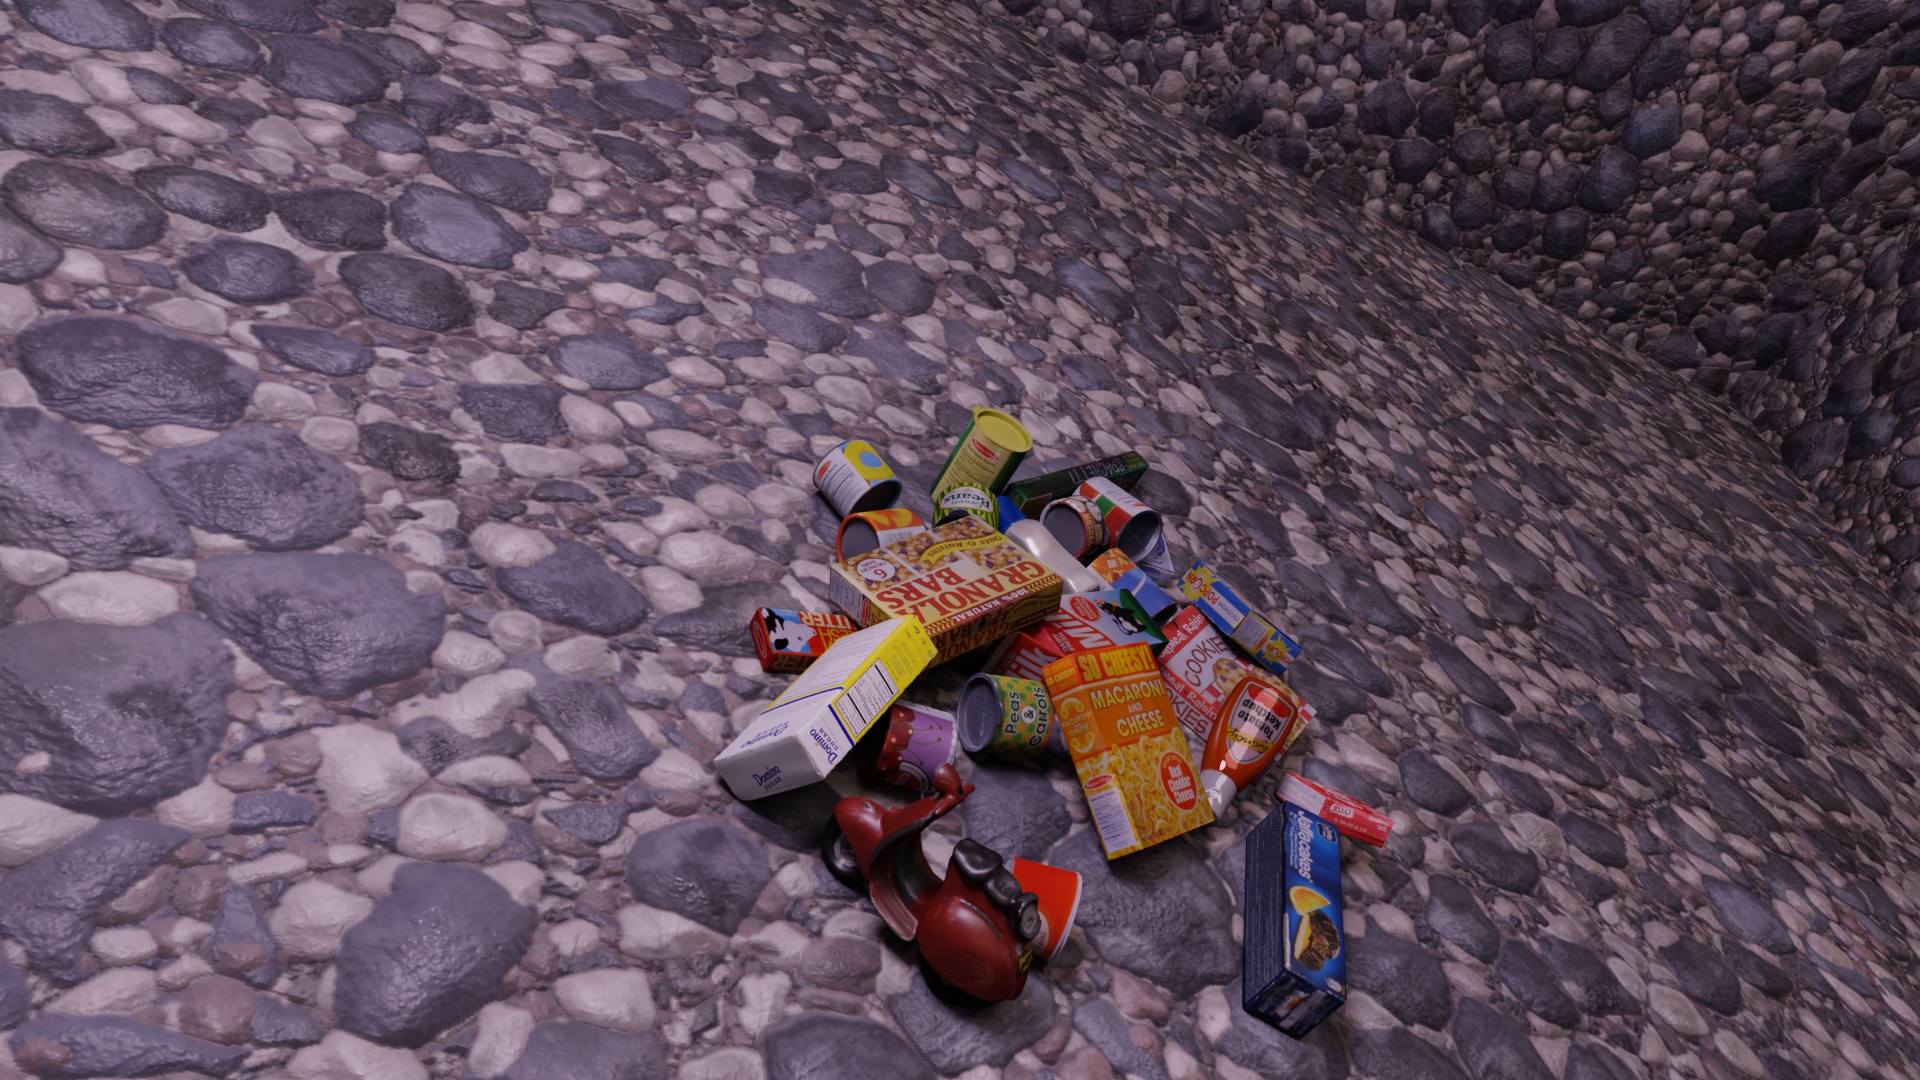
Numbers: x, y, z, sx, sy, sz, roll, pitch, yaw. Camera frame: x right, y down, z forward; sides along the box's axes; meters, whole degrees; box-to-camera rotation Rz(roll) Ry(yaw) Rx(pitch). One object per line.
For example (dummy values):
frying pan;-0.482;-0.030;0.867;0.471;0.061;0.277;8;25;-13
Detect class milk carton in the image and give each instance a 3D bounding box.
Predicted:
milk carton;0.095;0.099;1.274;0.191;0.072;0.073;-4;47;-42

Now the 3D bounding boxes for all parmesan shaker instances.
parmesan shaker;0.018;-0.077;1.414;0.071;0.102;0.072;22;34;-16

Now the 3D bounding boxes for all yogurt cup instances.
yogurt cup;0.053;0.269;1.025;0.054;0.072;0.073;22;33;-2

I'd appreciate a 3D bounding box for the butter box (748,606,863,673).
butter box;-0.120;0.086;1.157;0.103;0.024;0.053;8;39;-32

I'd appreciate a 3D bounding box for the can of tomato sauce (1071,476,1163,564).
can of tomato sauce;0.162;-0.020;1.477;0.071;0.071;0.083;0;28;-40

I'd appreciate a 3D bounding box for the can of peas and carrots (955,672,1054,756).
can of peas and carrots;0.039;0.147;1.166;0.059;0.070;0.071;11;38;-31

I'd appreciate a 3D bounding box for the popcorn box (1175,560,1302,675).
popcorn box;0.287;0.079;1.438;0.085;0.038;0.127;35;9;-28

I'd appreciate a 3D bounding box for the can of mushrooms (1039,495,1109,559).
can of mushrooms;0.118;-0.012;1.443;0.033;0.070;0.071;-13;54;-47

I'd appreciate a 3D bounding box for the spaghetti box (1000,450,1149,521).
spaghetti box;0.124;-0.057;1.525;0.029;0.050;0.251;48;36;20

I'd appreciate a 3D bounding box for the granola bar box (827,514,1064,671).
granola bar box;-0.012;0.043;1.199;0.166;0.038;0.124;-20;42;-37

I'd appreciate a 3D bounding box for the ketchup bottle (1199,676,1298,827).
ketchup bottle;0.250;0.194;1.264;0.065;0.043;0.149;35;55;8

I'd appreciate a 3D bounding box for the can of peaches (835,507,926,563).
can of peaches;-0.073;0.005;1.267;0.058;0.071;0.071;-8;50;-45

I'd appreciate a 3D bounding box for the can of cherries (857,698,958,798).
can of cherries;-0.042;0.162;1.085;0.058;0.071;0.072;19;35;-20

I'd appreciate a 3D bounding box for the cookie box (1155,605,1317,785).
cookie box;0.259;0.148;1.374;0.167;0.040;0.123;41;34;14

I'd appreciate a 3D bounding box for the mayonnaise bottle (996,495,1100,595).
mayonnaise bottle;0.078;0.016;1.380;0.041;0.064;0.148;-28;59;-24

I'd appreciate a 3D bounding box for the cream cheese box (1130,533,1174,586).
cream cheese box;0.200;0.004;1.531;0.053;0.024;0.104;19;35;-19

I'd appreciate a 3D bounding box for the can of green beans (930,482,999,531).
can of green beans;0.005;-0.015;1.355;0.071;0.071;0.058;24;33;-12

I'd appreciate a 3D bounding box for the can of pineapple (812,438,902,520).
can of pineapple;-0.097;-0.054;1.324;0.071;0.070;0.058;-12;53;-48

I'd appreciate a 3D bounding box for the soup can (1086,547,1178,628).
soup can;0.166;0.057;1.393;0.084;0.071;0.071;46;35;20

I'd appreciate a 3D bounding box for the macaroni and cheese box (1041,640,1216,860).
macaroni and cheese box;0.142;0.174;1.179;0.124;0.040;0.167;-2;68;-51
